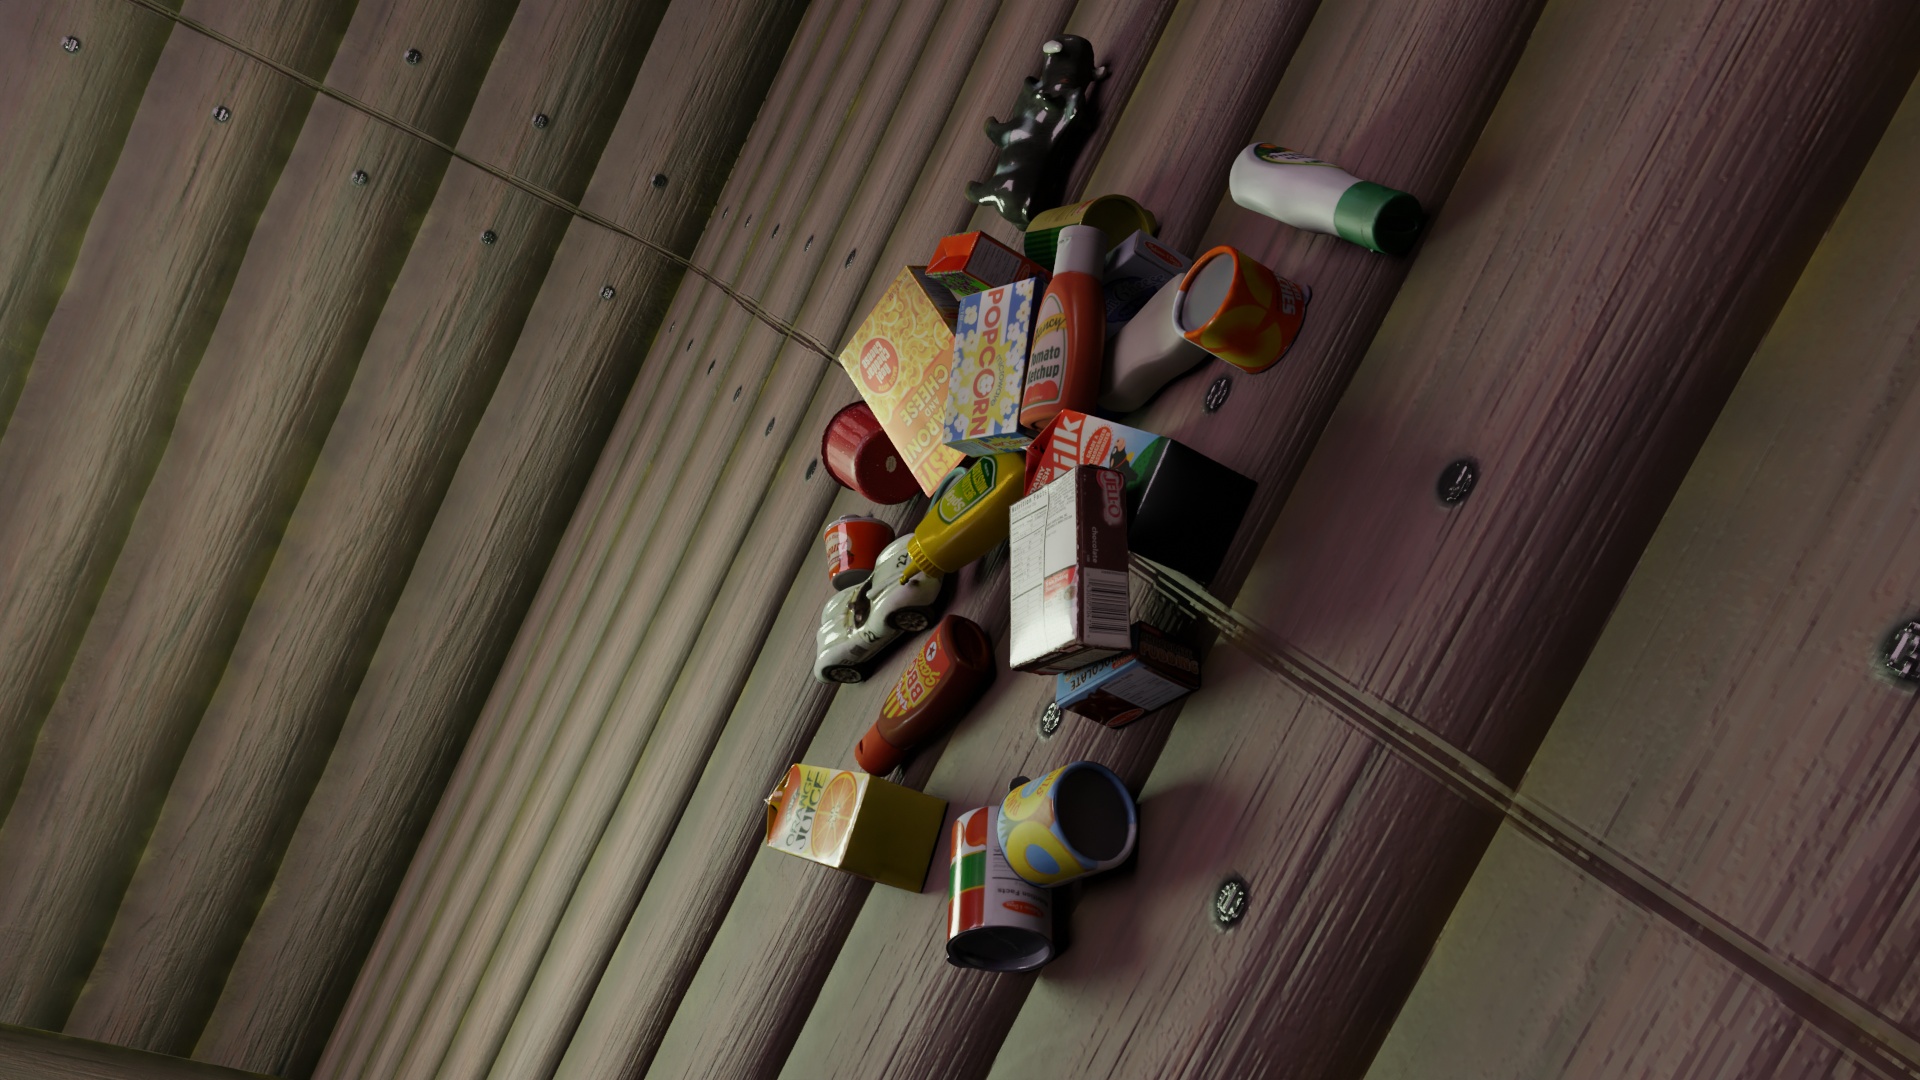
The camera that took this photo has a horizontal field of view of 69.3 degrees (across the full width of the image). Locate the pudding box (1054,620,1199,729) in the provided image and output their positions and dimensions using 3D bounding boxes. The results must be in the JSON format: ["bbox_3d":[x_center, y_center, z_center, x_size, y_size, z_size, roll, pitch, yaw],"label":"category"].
[{"bbox_3d":[0.102,0.084,0.857,0.083,0.049,0.030,-38,35,47],"label":"pudding box"}]

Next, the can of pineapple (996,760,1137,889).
[{"bbox_3d":[0.063,0.170,0.835,0.057,0.071,0.071,-36,38,48],"label":"can of pineapple"}]

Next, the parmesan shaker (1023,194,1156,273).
[{"bbox_3d":[0.105,-0.244,1.135,0.103,0.071,0.071,15,82,67],"label":"parmesan shaker"}]

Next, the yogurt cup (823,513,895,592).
[{"bbox_3d":[-0.095,0.017,1.309,0.072,0.072,0.054,-39,44,46],"label":"yogurt cup"}]

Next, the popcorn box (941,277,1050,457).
[{"bbox_3d":[0.034,-0.133,1.076,0.085,0.038,0.127,-5,73,46],"label":"popcorn box"}]

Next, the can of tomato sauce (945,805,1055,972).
[{"bbox_3d":[0.025,0.219,0.873,0.071,0.071,0.083,-44,31,40],"label":"can of tomato sauce"}]

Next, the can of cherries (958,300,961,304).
[{"bbox_3d":[0.006,-0.175,1.265,0.058,0.071,0.072,-49,29,35],"label":"can of cherries"}]

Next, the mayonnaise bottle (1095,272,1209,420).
[{"bbox_3d":[0.127,-0.128,1.010,0.147,0.041,0.065,-41,38,47],"label":"mayonnaise bottle"}]

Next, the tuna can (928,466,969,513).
[{"bbox_3d":[0.003,-0.030,1.184,0.070,0.033,0.071,-46,32,39],"label":"tuna can"}]

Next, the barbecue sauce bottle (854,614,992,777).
[{"bbox_3d":[-0.032,0.129,1.099,0.148,0.043,0.065,-53,28,29],"label":"barbecue sauce bottle"}]

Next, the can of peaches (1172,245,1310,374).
[{"bbox_3d":[0.181,-0.151,0.899,0.071,0.058,0.071,-46,31,39],"label":"can of peaches"}]

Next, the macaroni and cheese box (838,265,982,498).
[{"bbox_3d":[-0.025,-0.141,1.229,0.123,0.040,0.167,-48,66,37],"label":"macaroni and cheese box"}]

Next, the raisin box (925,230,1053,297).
[{"bbox_3d":[0.043,-0.209,1.154,0.040,0.123,0.086,-66,24,-2],"label":"raisin box"}]

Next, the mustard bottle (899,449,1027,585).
[{"bbox_3d":[0.004,-0.014,1.115,0.160,0.048,0.065,-42,33,19],"label":"mustard bottle"}]

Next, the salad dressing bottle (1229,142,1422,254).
[{"bbox_3d":[0.226,-0.213,0.866,0.148,0.064,0.043,-133,50,-55],"label":"salad dressing bottle"}]

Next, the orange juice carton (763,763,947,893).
[{"bbox_3d":[-0.093,0.224,1.103,0.192,0.072,0.073,-11,58,61],"label":"orange juice carton"}]

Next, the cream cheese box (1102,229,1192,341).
[{"bbox_3d":[0.124,-0.192,1.059,0.103,0.053,0.024,-31,40,52],"label":"cream cheese box"}]

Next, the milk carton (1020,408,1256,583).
[{"bbox_3d":[0.106,-0.037,0.931,0.073,0.072,0.191,-66,24,3],"label":"milk carton"}]

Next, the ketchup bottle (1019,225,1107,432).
[{"bbox_3d":[0.080,-0.154,1.015,0.064,0.043,0.149,-9,69,59],"label":"ketchup bottle"}]
